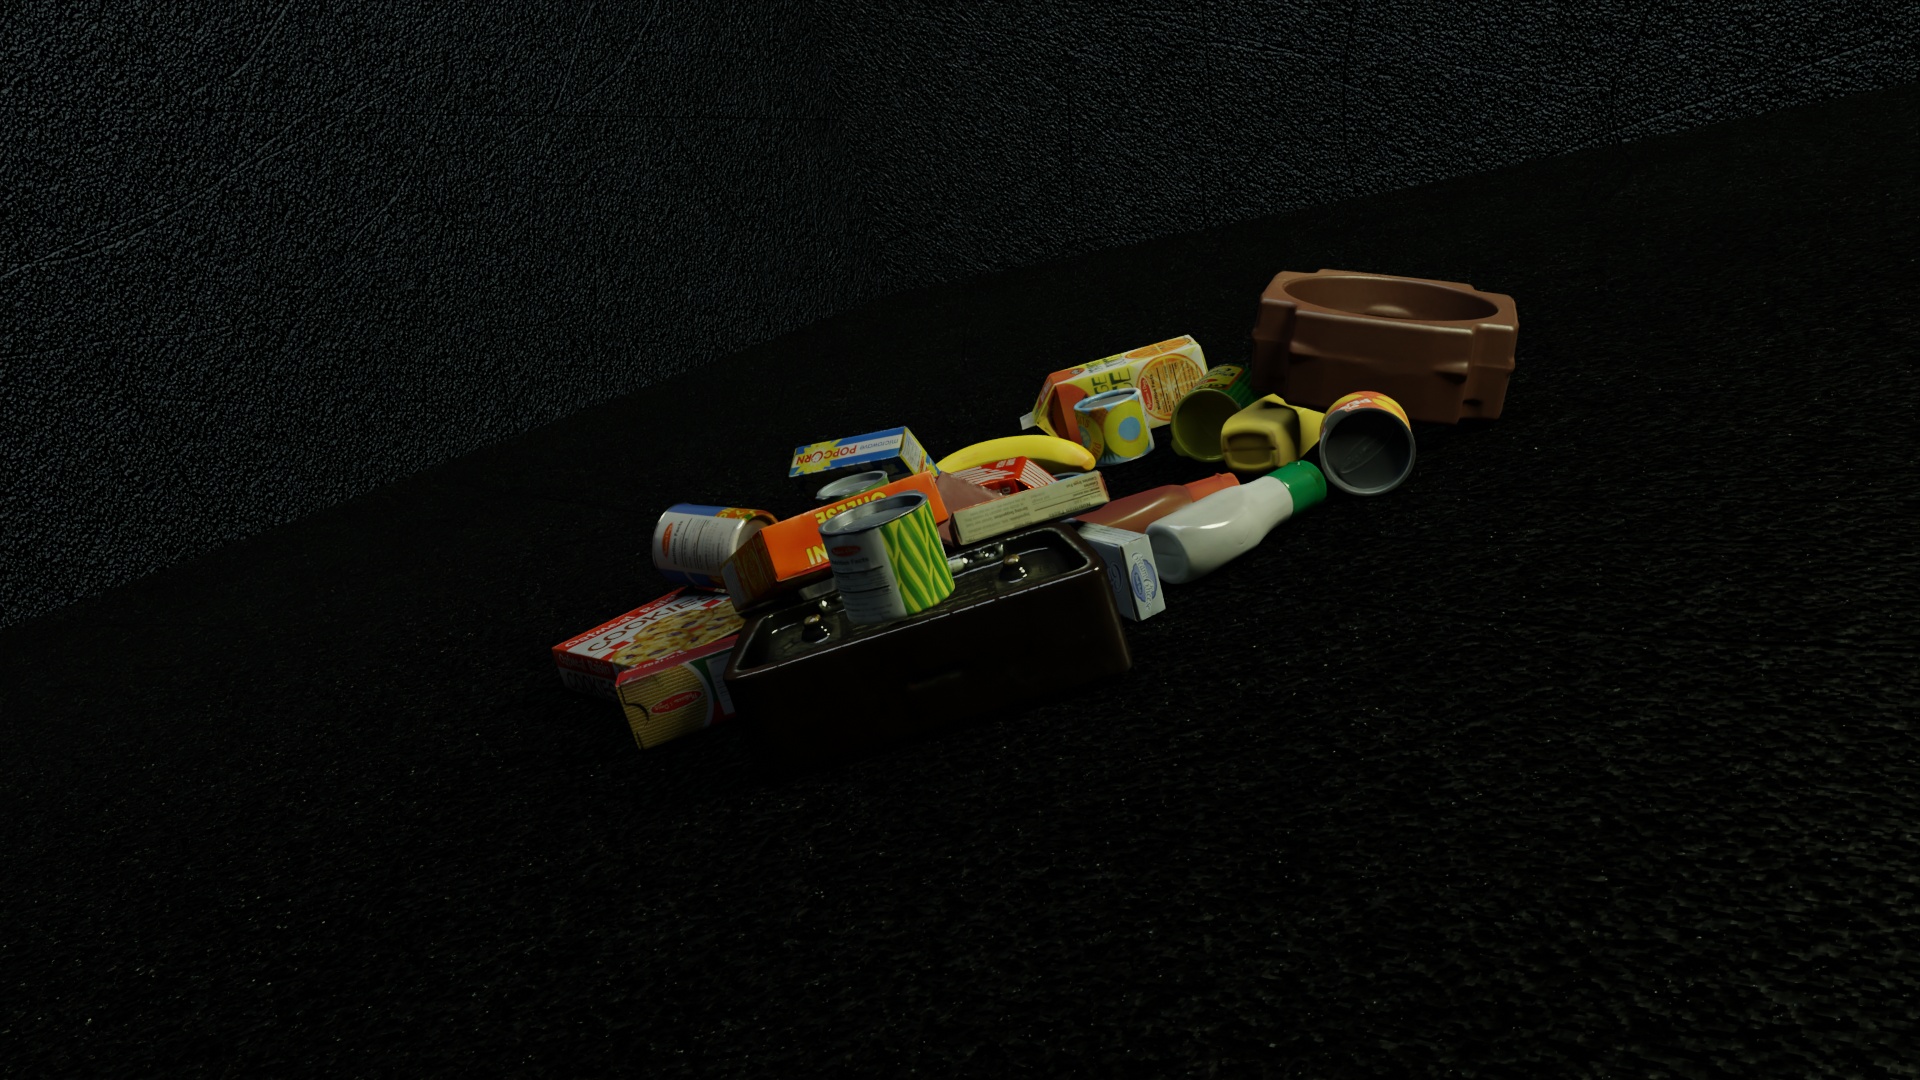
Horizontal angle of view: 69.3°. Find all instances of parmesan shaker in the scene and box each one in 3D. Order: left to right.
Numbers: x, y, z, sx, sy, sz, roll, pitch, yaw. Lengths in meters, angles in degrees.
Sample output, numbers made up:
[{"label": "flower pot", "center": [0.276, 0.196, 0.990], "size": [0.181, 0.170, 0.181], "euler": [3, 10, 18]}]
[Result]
[{"label": "parmesan shaker", "center": [0.229, -0.114, 1.238], "size": [0.071, 0.071, 0.103], "euler": [-9, 16, 26]}]

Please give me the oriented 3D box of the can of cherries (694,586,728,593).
[{"label": "can of cherries", "center": [-0.206, 0.021, 1.217], "size": [0.071, 0.058, 0.072], "euler": [-15, 14, 4]}]

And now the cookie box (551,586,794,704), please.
[{"label": "cookie box", "center": [-0.214, 0.081, 1.045], "size": [0.123, 0.040, 0.167], "euler": [-26, 19, -36]}]

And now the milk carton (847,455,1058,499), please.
[{"label": "milk carton", "center": [0.004, -0.014, 1.094], "size": [0.190, 0.073, 0.072], "euler": [-13, 15, 11]}]

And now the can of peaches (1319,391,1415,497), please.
[{"label": "can of peaches", "center": [0.294, -0.073, 1.011], "size": [0.071, 0.071, 0.058], "euler": [-11, 14, 18]}]

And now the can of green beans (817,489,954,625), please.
[{"label": "can of green beans", "center": [-0.042, 0.010, 0.805], "size": [0.071, 0.057, 0.071], "euler": [-16, 14, 4]}]

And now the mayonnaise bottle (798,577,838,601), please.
[{"label": "mayonnaise bottle", "center": [-0.123, 0.010, 1.167], "size": [0.041, 0.064, 0.148], "euler": [-16, 11, -4]}]

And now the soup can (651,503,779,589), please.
[{"label": "soup can", "center": [-0.190, 0.006, 1.106], "size": [0.084, 0.071, 0.072], "euler": [5, 24, 31]}]

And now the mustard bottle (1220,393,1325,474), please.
[{"label": "mustard bottle", "center": [0.277, -0.100, 1.169], "size": [0.065, 0.048, 0.161], "euler": [1, 21, 39]}]

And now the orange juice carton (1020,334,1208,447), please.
[{"label": "orange juice carton", "center": [0.154, -0.145, 1.412], "size": [0.193, 0.073, 0.072], "euler": [-15, 15, 5]}]

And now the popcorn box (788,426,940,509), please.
[{"label": "popcorn box", "center": [-0.088, -0.060, 1.325], "size": [0.126, 0.085, 0.038], "euler": [-8, 52, 27]}]

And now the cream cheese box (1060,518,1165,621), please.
[{"label": "cream cheese box", "center": [0.094, 0.018, 0.926], "size": [0.024, 0.053, 0.104], "euler": [-20, 15, -22]}]

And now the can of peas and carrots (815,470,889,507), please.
[{"label": "can of peas and carrots", "center": [-0.092, -0.024, 1.260], "size": [0.071, 0.058, 0.071], "euler": [-16, 15, 5]}]

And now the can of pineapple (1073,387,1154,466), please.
[{"label": "can of pineapple", "center": [0.143, -0.107, 1.313], "size": [0.071, 0.057, 0.071], "euler": [-15, 15, 4]}]

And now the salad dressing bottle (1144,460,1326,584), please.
[{"label": "salad dressing bottle", "center": [0.194, -0.016, 0.964], "size": [0.148, 0.044, 0.064], "euler": [-24, 16, -31]}]

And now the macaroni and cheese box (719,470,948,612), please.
[{"label": "macaroni and cheese box", "center": [-0.091, 0.004, 0.962], "size": [0.124, 0.040, 0.166], "euler": [-20, -2, -20]}]

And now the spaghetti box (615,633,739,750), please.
[{"label": "spaghetti box", "center": [-0.101, 0.075, 0.930], "size": [0.250, 0.050, 0.029], "euler": [-18, 16, -9]}]

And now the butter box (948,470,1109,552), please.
[{"label": "butter box", "center": [0.044, -0.019, 0.925], "size": [0.103, 0.024, 0.053], "euler": [-17, -5, -4]}]

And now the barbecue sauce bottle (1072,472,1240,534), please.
[{"label": "barbecue sauce bottle", "center": [0.133, -0.012, 1.014], "size": [0.149, 0.043, 0.065], "euler": [-17, 11, -4]}]

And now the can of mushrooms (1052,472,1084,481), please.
[{"label": "can of mushrooms", "center": [0.075, -0.030, 1.155], "size": [0.071, 0.033, 0.071], "euler": [-14, 15, 4]}]
